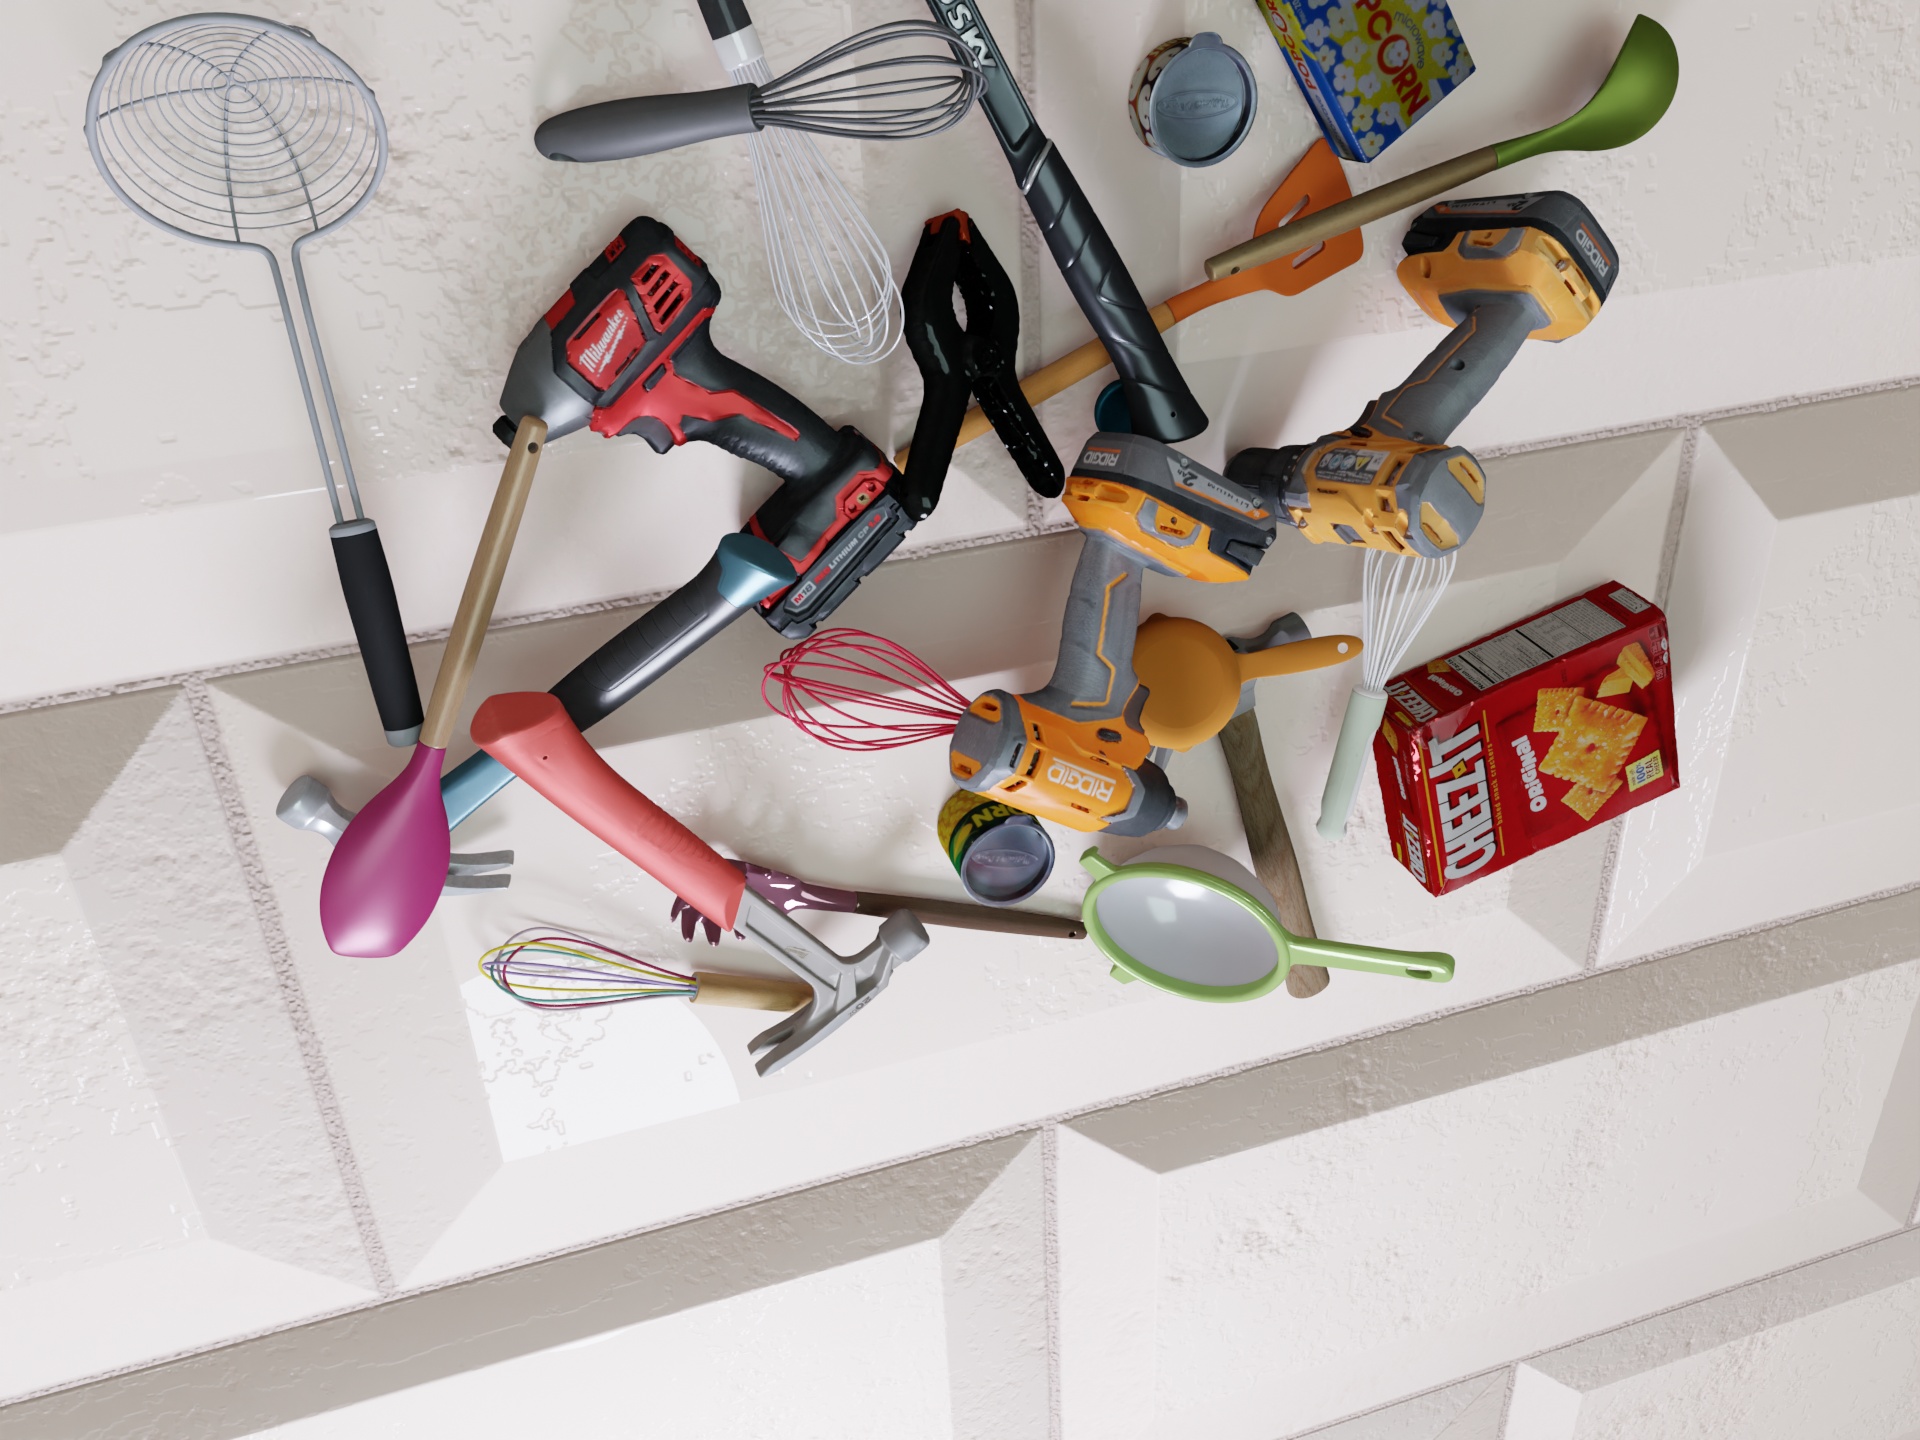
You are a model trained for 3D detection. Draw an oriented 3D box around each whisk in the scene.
[{"bbox_3d":[-0.102,-0.297,0.771,0.239,0.055,0.055,-2,123,17],"label":"whisk"},{"bbox_3d":[-0.101,-0.313,0.817,0.070,0.070,0.284,-27,118,-5],"label":"whisk"},{"bbox_3d":[0.288,-0.027,1.105,0.059,0.058,0.246,17,111,17],"label":"whisk"},{"bbox_3d":[-0.195,0.174,1.053,0.244,0.051,0.047,12,107,-29],"label":"whisk"},{"bbox_3d":[-0.002,-0.003,0.992,0.295,0.073,0.073,13,113,-43],"label":"whisk"}]

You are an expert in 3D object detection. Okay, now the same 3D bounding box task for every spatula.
[{"bbox_3d":[0.101,-0.234,0.953,0.322,0.041,0.081,-29,122,1],"label":"spatula"}]

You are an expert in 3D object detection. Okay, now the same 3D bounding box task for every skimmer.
[{"bbox_3d":[-0.316,-0.147,0.780,0.127,0.090,0.363,-13,112,-14],"label":"skimmer"}]

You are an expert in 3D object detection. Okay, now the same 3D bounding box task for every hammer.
[{"bbox_3d":[0.222,0.083,1.164,0.130,0.031,0.331,-25,123,-6],"label":"hammer"},{"bbox_3d":[-0.229,-0.002,0.901,0.331,0.033,0.128,-34,125,19],"label":"hammer"},{"bbox_3d":[-0.165,0.098,0.956,0.149,0.037,0.358,-39,134,5],"label":"hammer"},{"bbox_3d":[0.035,-0.319,0.853,0.149,0.036,0.408,-35,119,-1],"label":"hammer"}]

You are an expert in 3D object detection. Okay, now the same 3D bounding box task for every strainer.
[{"bbox_3d":[0.215,0.135,1.108,0.256,0.069,0.151,5,138,23],"label":"strainer"}]

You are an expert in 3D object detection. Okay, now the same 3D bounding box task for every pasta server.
[{"bbox_3d":[-0.047,0.132,1.087,0.316,0.040,0.060,10,119,-26],"label":"pasta server"}]

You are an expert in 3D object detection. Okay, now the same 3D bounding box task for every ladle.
[{"bbox_3d":[0.283,-0.330,0.937,0.320,0.062,0.078,-23,156,-7],"label":"ladle"}]

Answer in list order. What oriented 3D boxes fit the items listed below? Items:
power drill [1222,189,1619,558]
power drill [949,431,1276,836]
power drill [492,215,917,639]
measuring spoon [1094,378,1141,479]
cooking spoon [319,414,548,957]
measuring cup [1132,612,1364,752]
[{"bbox_3d":[0.269,-0.204,0.964,0.084,0.185,0.226,37,81,-32],"label":"power drill"},{"bbox_3d":[0.104,-0.041,0.962,0.164,0.084,0.226,22,91,-30],"label":"power drill"},{"bbox_3d":[-0.141,-0.152,0.877,0.143,0.079,0.219,-45,120,7],"label":"power drill"},{"bbox_3d":[0.101,-0.159,1.000,0.042,0.021,0.128,-16,131,-13],"label":"measuring spoon"},{"bbox_3d":[-0.275,-0.011,0.852,0.068,0.017,0.319,10,107,-41],"label":"cooking spoon"},{"bbox_3d":[0.180,-0.033,1.036,0.173,0.052,0.095,-11,91,4],"label":"measuring cup"}]
